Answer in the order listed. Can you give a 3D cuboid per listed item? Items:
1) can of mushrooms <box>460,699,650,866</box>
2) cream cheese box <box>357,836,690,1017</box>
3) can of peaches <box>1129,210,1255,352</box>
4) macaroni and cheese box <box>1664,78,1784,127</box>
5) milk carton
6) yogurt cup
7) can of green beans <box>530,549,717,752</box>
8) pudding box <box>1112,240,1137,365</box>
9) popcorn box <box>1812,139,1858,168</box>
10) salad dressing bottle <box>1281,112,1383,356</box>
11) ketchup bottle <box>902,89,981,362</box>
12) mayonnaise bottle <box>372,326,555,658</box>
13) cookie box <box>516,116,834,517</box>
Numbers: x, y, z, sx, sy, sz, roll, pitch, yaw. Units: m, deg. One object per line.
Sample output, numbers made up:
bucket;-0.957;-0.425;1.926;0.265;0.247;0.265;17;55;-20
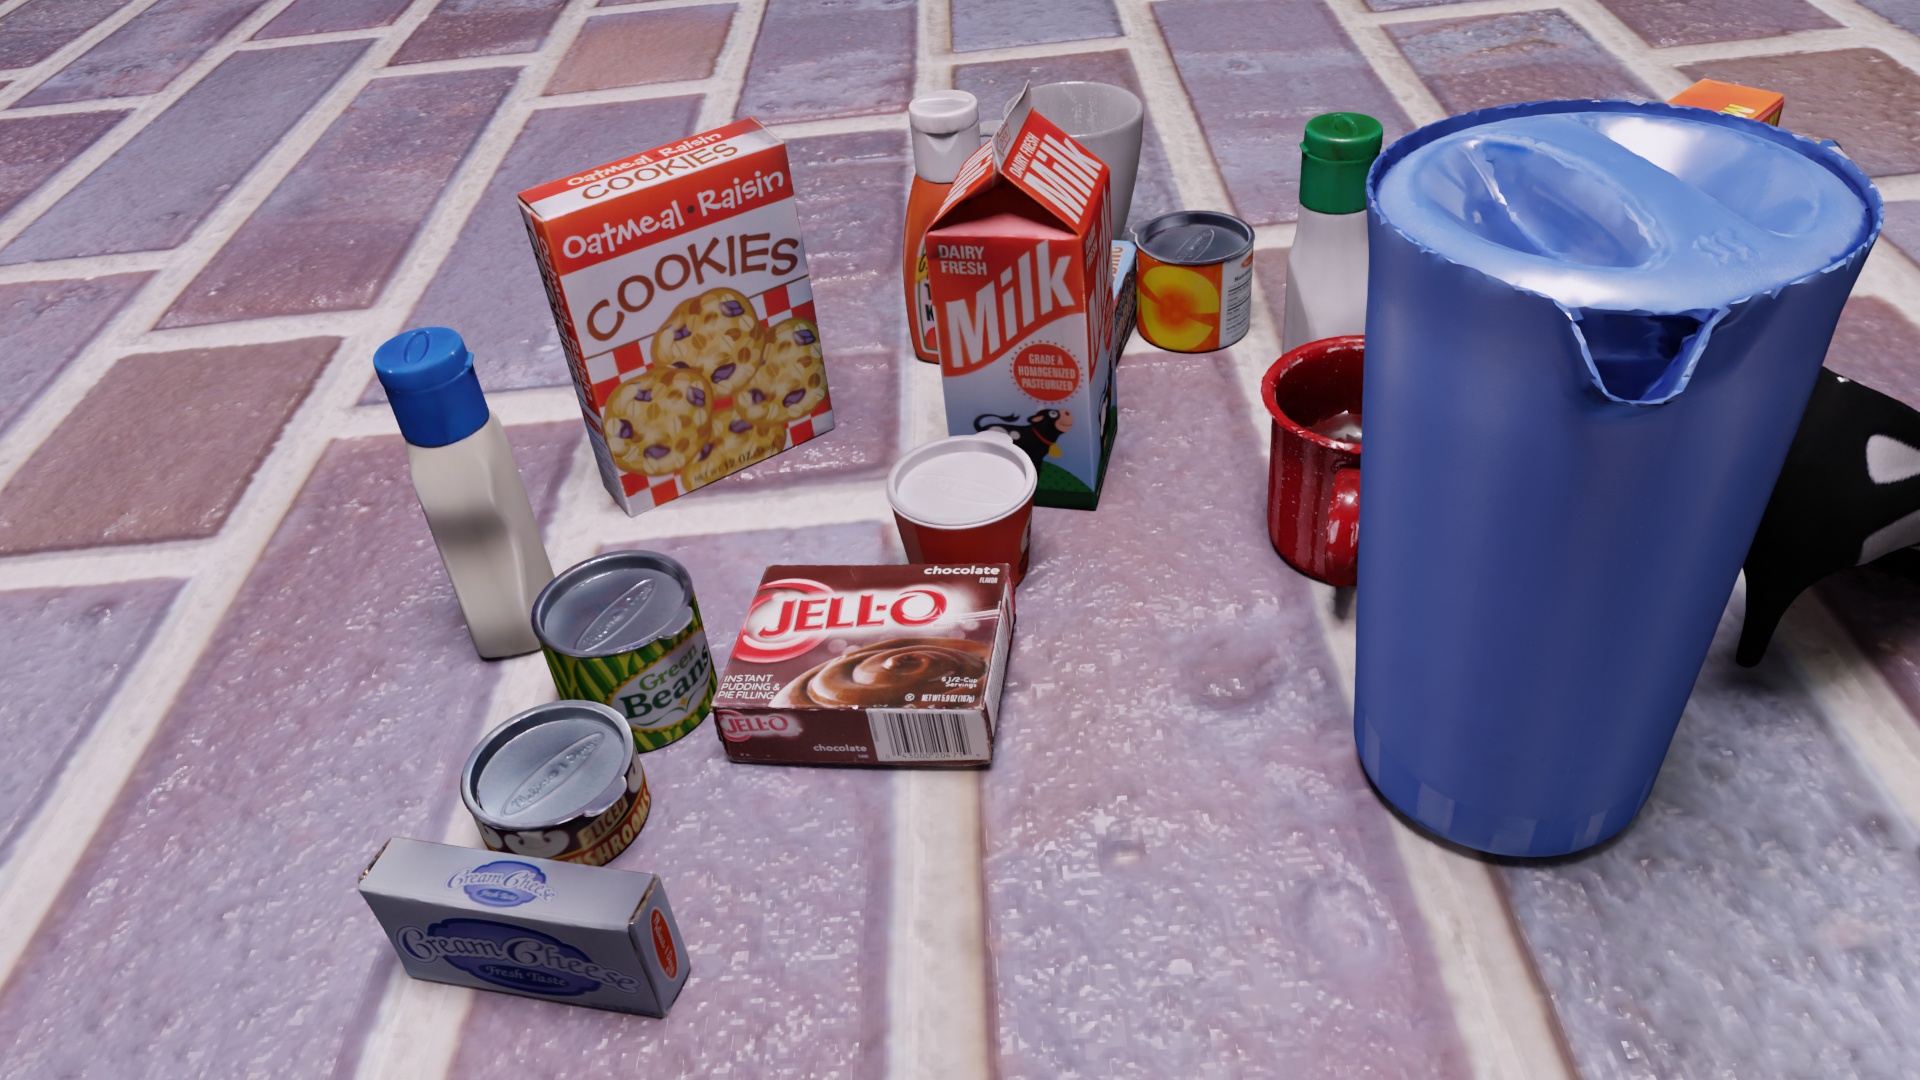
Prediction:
can of mushrooms;-0.155;0.098;0.540;0.071;0.033;0.071;-4;38;3
cream cheese box;-0.149;0.133;0.478;0.104;0.053;0.024;4;39;14
can of peaches;0.131;-0.148;0.793;0.071;0.057;0.071;-4;38;3
macaroni and cheese box;0.306;-0.105;0.625;0.124;0.165;0.040;-32;45;-29
milk carton;0.031;-0.112;0.653;0.073;0.189;0.073;5;39;14
yogurt cup;0.002;-0.008;0.636;0.072;0.053;0.073;-4;38;3
can of green beans;-0.139;0.047;0.583;0.071;0.057;0.071;-4;38;3
pudding box;0.078;-0.130;0.783;0.030;0.049;0.084;7;40;17
popcorn box;0.405;-0.169;0.758;0.127;0.084;0.038;-1;38;7
salad dressing bottle;0.187;-0.138;0.699;0.044;0.146;0.064;-4;38;3
ketchup bottle;-0.003;-0.171;0.767;0.065;0.148;0.044;-2;38;6
mayonnaise bottle;-0.214;-0.021;0.607;0.041;0.147;0.065;-11;38;-5
cookie box;-0.136;-0.110;0.694;0.123;0.166;0.040;-26;42;-23
